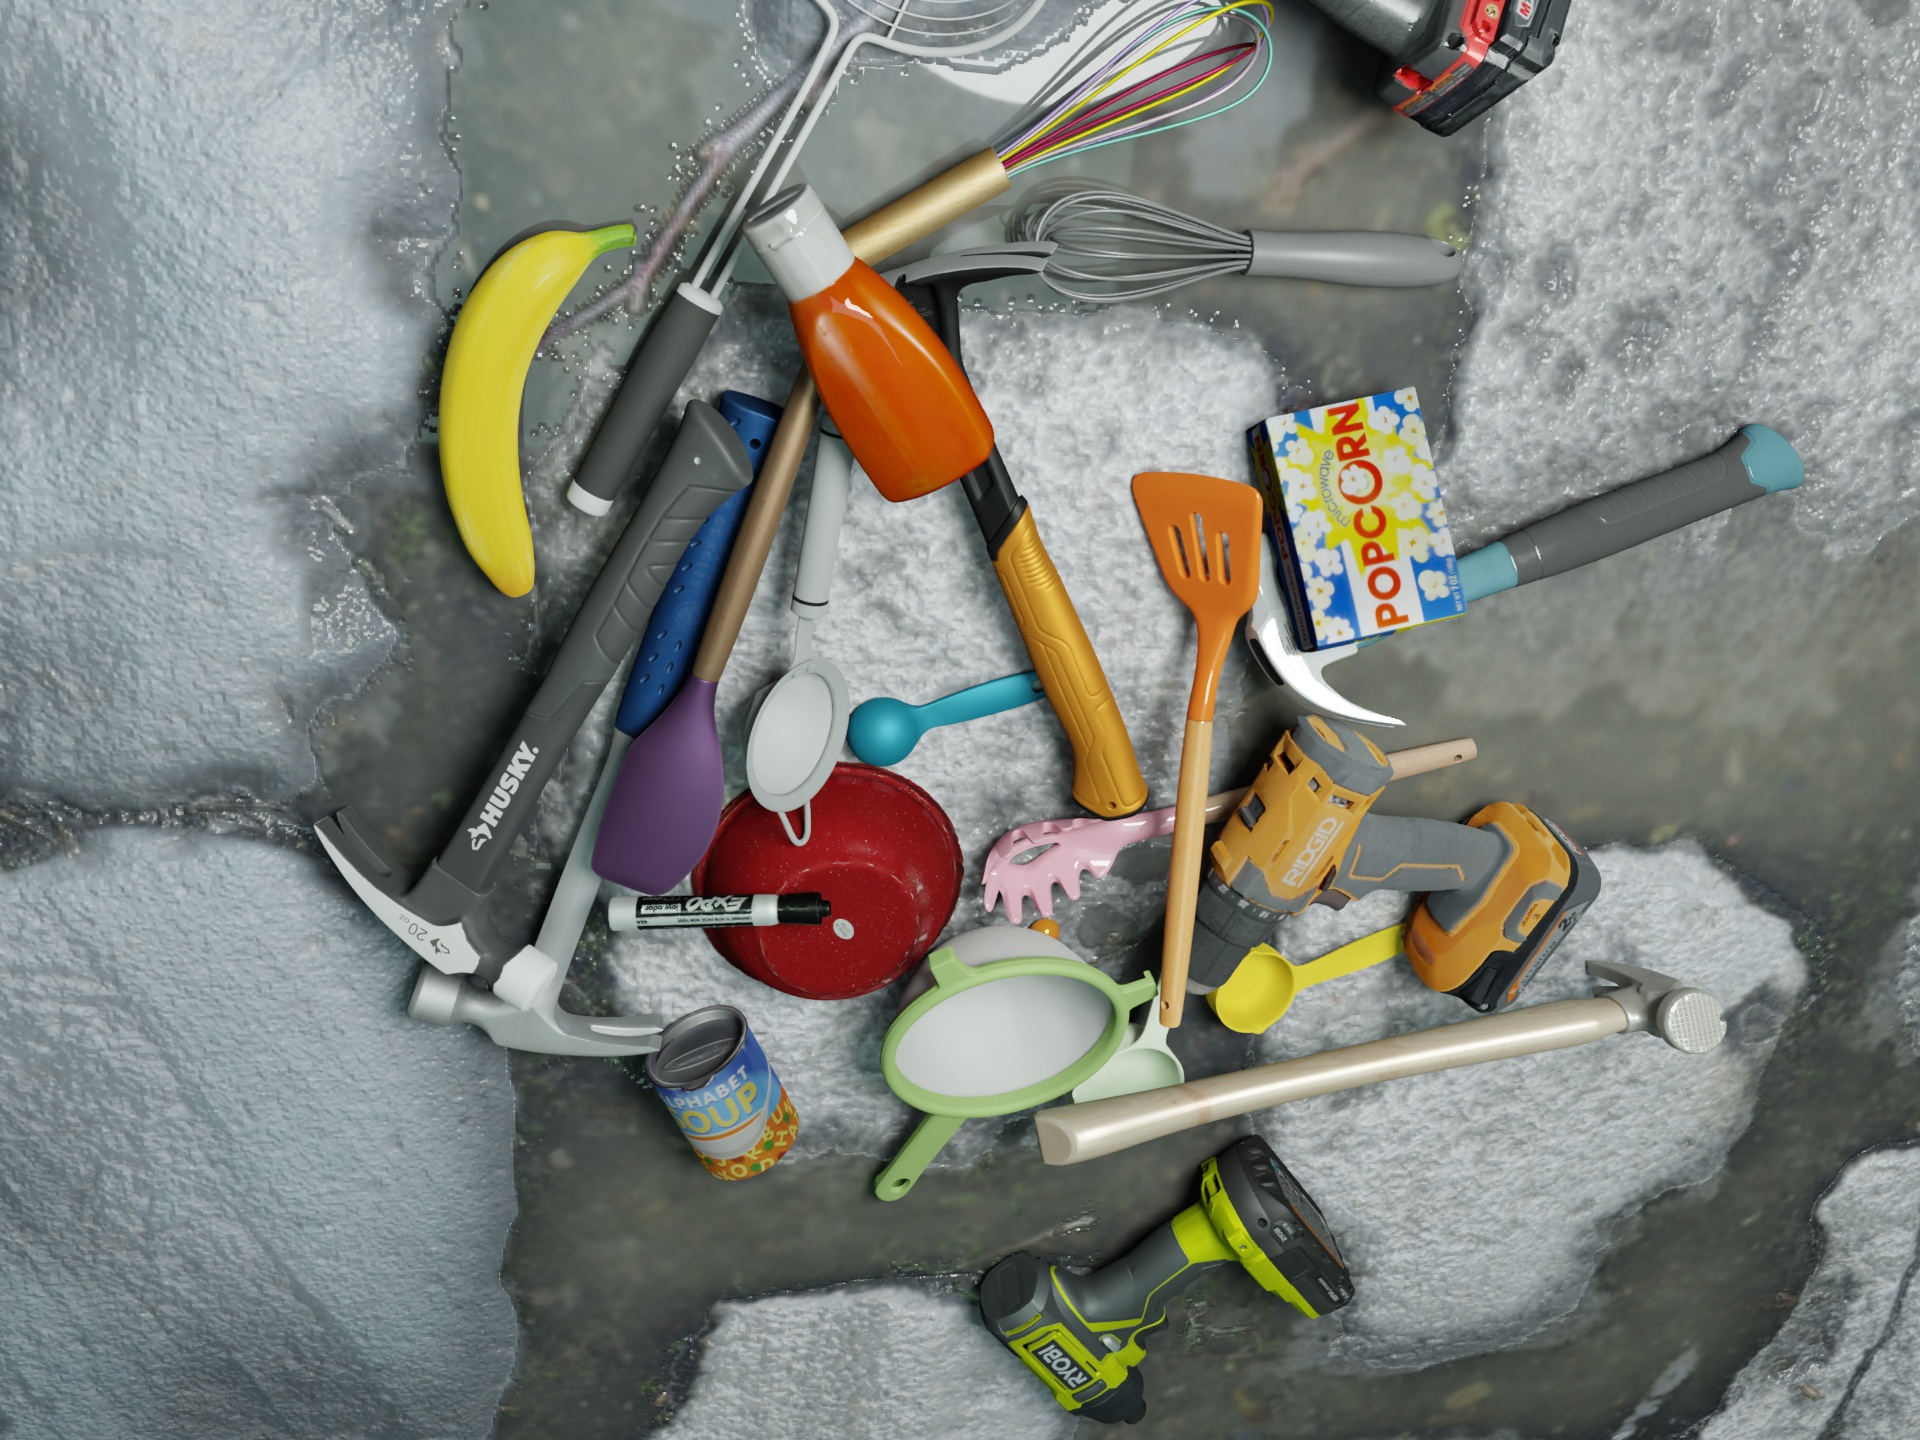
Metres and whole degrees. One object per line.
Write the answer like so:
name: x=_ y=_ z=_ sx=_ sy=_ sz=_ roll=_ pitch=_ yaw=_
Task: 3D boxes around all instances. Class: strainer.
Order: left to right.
strainer: x=-0.081 y=-0.054 z=0.830 sx=0.050 sy=0.087 sz=0.258 roll=26 pitch=118 yaw=25
strainer: x=-0.001 y=0.207 z=0.991 sx=0.151 sy=0.069 sz=0.256 roll=11 pitch=131 yaw=-26

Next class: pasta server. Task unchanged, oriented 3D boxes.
pasta server: x=0.162 y=0.056 z=0.952 sx=0.316 sy=0.040 sz=0.060 roll=-13 pitch=126 yaw=-6

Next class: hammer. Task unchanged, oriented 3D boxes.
hammer: x=-0.206 y=-0.015 z=0.813 sx=0.146 sy=0.035 sz=0.334 roll=34 pitch=107 yaw=1
hammer: x=-0.173 y=0.017 z=0.866 sx=0.144 sy=0.035 sz=0.405 roll=19 pitch=111 yaw=-16
hammer: x=0.041 y=-0.083 z=0.836 sx=0.127 sy=0.034 sz=0.336 roll=-10 pitch=123 yaw=24
hammer: x=0.248 y=0.215 z=0.997 sx=0.410 sy=0.146 sz=0.038 roll=-11 pitch=90 yaw=-3
hammer: x=0.318 y=-0.094 z=0.893 sx=0.331 sy=0.033 sz=0.128 roll=-21 pitch=90 yaw=-5

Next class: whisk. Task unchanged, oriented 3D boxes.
whisk: x=0.040 y=-0.274 z=0.762 sx=0.245 sy=0.047 sz=0.051 roll=-27 pitch=106 yaw=8
whisk: x=0.146 y=-0.234 z=0.799 sx=0.239 sy=0.055 sz=0.055 roll=-2 pitch=117 yaw=-14

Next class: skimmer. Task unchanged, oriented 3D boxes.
skimmer: x=-0.089 y=-0.239 z=0.723 sx=0.127 sy=0.090 sz=0.363 roll=27 pitch=109 yaw=-23

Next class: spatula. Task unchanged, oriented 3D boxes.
spatula: x=-0.120 y=-0.045 z=0.812 sx=0.059 sy=0.018 sz=0.315 roll=20 pitch=110 yaw=-6
spatula: x=0.126 y=0.024 z=0.888 sx=0.041 sy=0.081 sz=0.322 roll=-13 pitch=111 yaw=-48

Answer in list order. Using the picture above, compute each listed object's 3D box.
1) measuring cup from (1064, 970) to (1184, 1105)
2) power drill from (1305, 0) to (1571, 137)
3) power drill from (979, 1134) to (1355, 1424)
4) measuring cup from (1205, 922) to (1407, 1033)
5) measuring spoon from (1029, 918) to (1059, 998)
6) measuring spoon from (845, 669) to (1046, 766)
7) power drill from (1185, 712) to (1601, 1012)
measuring cup: x=0.115 y=0.190 z=1.009 sx=0.083 sy=0.038 sz=0.167 roll=9 pitch=111 yaw=-24
power drill: x=0.164 y=-0.368 z=0.702 sx=0.219 sy=0.078 sz=0.143 roll=21 pitch=79 yaw=-16
power drill: x=0.148 y=0.399 z=1.104 sx=0.223 sy=0.080 sz=0.171 roll=-33 pitch=117 yaw=11
measuring cup: x=0.228 y=0.154 z=1.027 sx=0.156 sy=0.029 sz=0.062 roll=-17 pitch=114 yaw=-16
measuring spoon: x=0.065 y=0.173 z=1.006 sx=0.021 sy=0.011 sz=0.116 roll=-18 pitch=119 yaw=-2
measuring spoon: x=-0.001 y=-0.003 z=0.898 sx=0.128 sy=0.021 sz=0.042 roll=-17 pitch=118 yaw=-3
power drill: x=0.245 y=0.107 z=0.954 sx=0.226 sy=0.084 sz=0.185 roll=19 pitch=114 yaw=-24
